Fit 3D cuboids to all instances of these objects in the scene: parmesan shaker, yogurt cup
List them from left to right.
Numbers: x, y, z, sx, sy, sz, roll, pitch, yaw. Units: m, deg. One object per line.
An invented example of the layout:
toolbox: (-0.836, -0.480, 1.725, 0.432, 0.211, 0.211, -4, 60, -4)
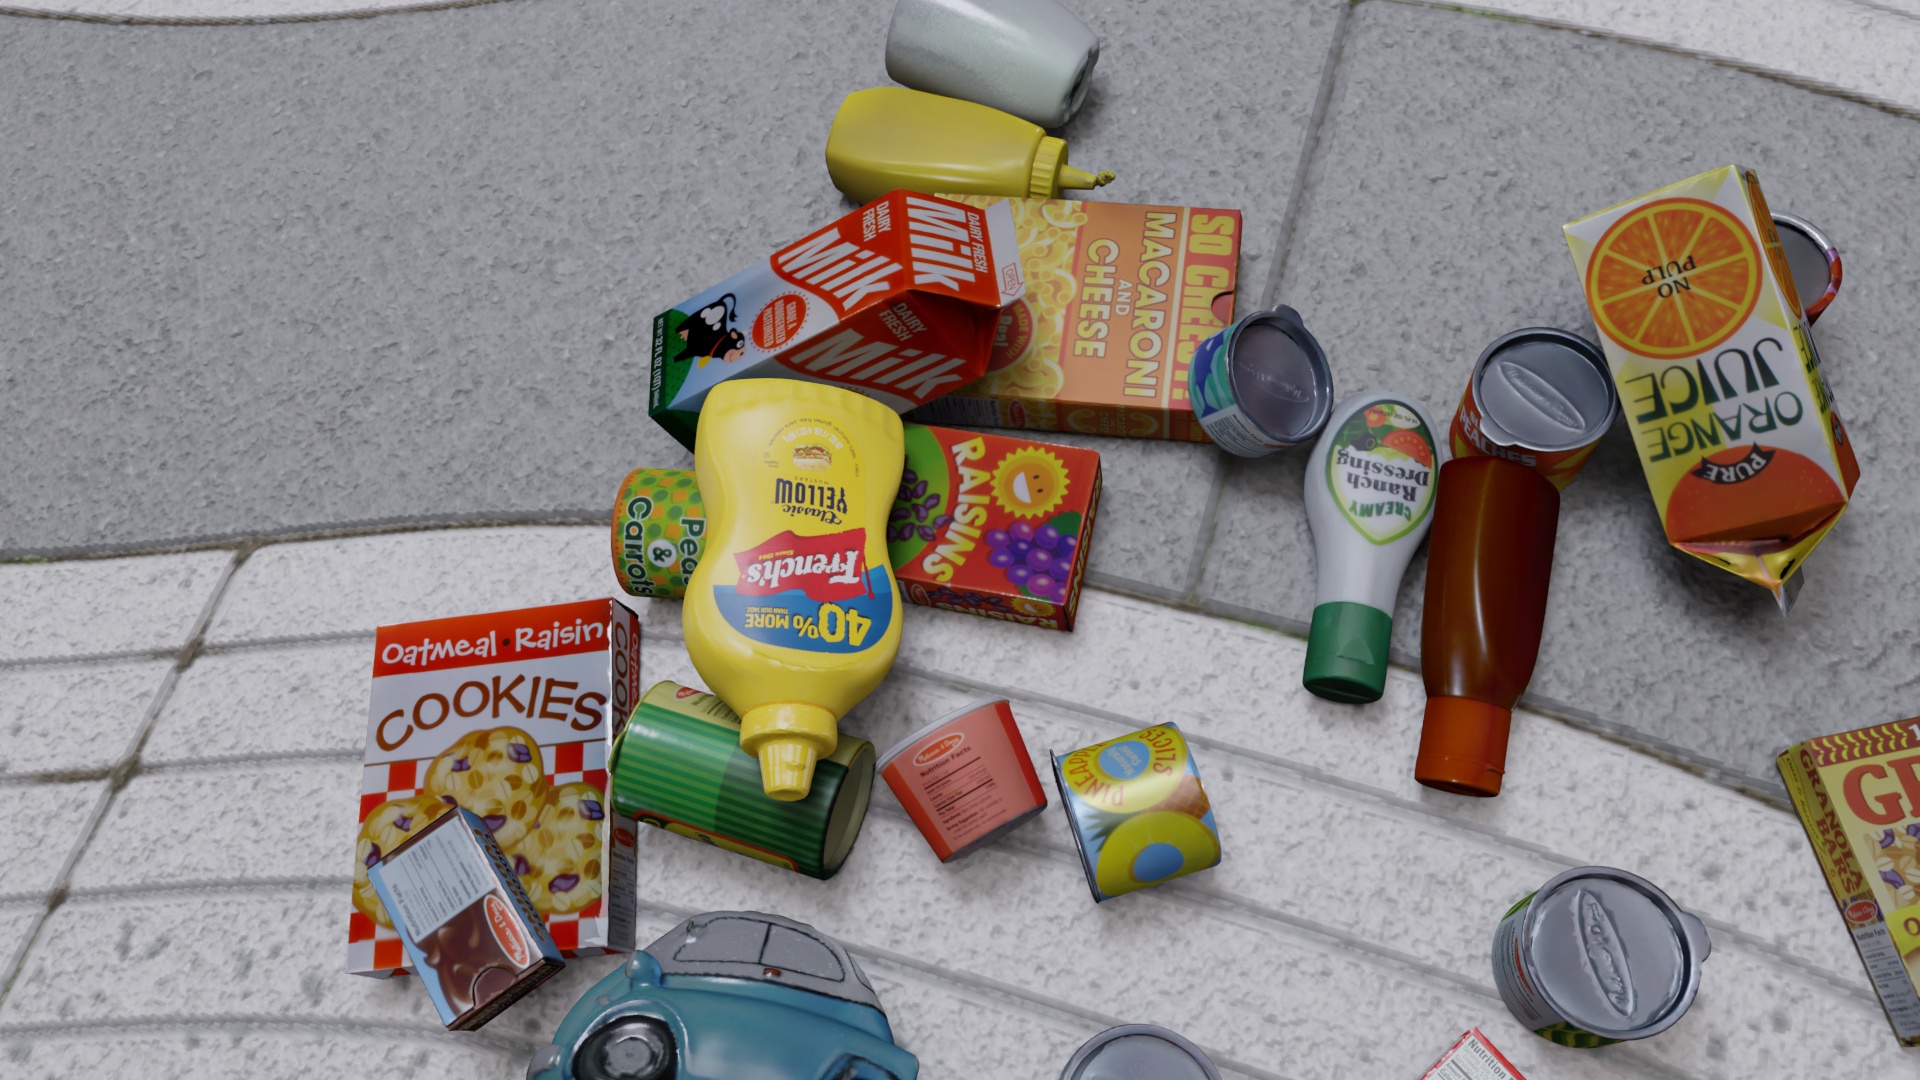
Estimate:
parmesan shaker: (-0.099, 0.110, 0.634, 0.103, 0.071, 0.071, 15, 69, 13)
yogurt cup: (0.003, 0.109, 0.626, 0.072, 0.072, 0.054, -28, 74, -5)

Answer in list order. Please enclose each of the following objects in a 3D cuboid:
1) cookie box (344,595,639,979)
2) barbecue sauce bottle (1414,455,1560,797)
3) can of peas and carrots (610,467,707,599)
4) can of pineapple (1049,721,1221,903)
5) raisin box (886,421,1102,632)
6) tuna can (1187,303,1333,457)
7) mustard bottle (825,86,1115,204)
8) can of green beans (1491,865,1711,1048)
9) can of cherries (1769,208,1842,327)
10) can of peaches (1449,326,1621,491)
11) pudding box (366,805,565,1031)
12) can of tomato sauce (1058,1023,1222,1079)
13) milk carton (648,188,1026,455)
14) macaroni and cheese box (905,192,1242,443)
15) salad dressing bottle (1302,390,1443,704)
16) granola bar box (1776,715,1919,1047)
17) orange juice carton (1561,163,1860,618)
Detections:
cookie box: (-0.219, 0.116, 0.664, 0.123, 0.040, 0.168, -7, 67, 5)
barbecue sauce bottle: (0.236, 0.040, 0.630, 0.043, 0.065, 0.149, -7, 65, 54)
can of peas and carrots: (-0.135, -0.002, 0.689, 0.059, 0.070, 0.071, 3, 67, 10)
can of pineapple: (0.076, 0.117, 0.609, 0.058, 0.070, 0.071, -17, 65, -1)
raisin box: (0.002, -0.009, 0.691, 0.123, 0.040, 0.086, 9, 67, 13)
tuna can: (0.145, -0.077, 0.672, 0.071, 0.032, 0.071, 7, 75, -28)
mustard bottle: (0.007, -0.210, 0.774, 0.160, 0.048, 0.065, 14, 67, 12)
can of green beans: (0.257, 0.171, 0.567, 0.071, 0.057, 0.071, -3, 66, 7)
can of cherries: (0.382, -0.117, 0.678, 0.071, 0.058, 0.072, -3, 66, 6)
can of peaches: (0.272, -0.058, 0.667, 0.071, 0.058, 0.071, -3, 67, 6)
pudding box: (-0.216, 0.165, 0.604, 0.050, 0.030, 0.084, -35, 68, -9)
can of tomato sauce: (0.072, 0.232, 0.551, 0.071, 0.082, 0.071, -3, 66, 7)
milk carton: (-0.055, -0.104, 0.682, 0.190, 0.073, 0.073, -23, 50, 20)
macaroni and cheese box: (0.060, -0.118, 0.731, 0.166, 0.040, 0.124, 5, 68, 10)
salad dressing bottle: (0.191, 0.002, 0.658, 0.064, 0.043, 0.148, 13, 69, 3)
granola bar box: (0.448, 0.127, 0.572, 0.165, 0.039, 0.124, -12, 66, 2)
orange juice carton: (0.342, -0.064, 0.620, 0.073, 0.072, 0.192, -19, 89, 37)
